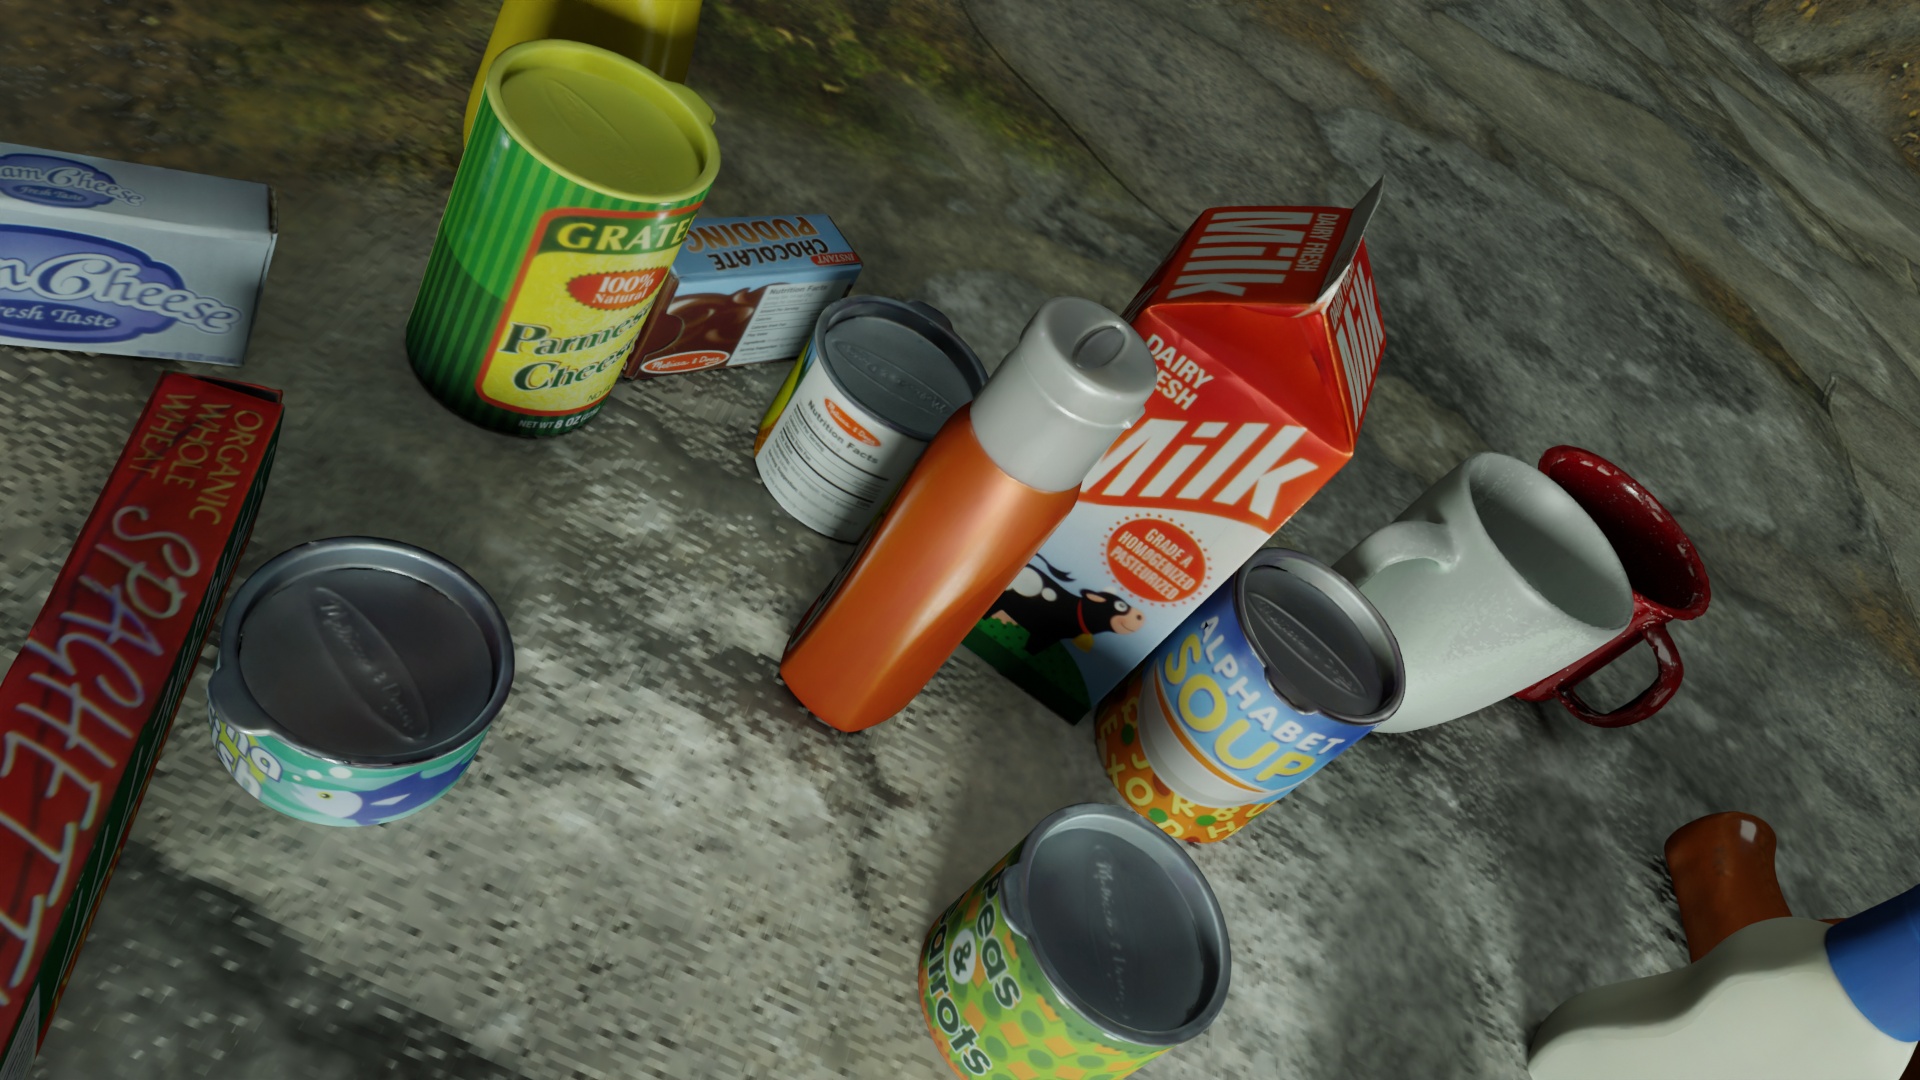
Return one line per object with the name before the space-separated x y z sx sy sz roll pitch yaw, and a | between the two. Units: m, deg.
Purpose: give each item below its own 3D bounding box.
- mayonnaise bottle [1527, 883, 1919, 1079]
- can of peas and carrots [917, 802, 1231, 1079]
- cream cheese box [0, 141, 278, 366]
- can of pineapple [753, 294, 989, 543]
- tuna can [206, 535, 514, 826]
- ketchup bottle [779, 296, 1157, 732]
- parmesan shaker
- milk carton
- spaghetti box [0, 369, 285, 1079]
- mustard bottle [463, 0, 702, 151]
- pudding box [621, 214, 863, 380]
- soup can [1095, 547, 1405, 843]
mayonnaise bottle | 0.253 0.153 0.435 0.065 0.147 0.041 46 41 9
can of peas and carrots | 0.028 0.114 0.376 0.071 0.058 0.071 20 44 -20
cream cheese box | -0.239 -0.075 0.362 0.104 0.053 0.024 2 52 -34
can of pineapple | -0.030 -0.042 0.479 0.071 0.057 0.071 20 44 -20
tuna can | -0.149 0.035 0.341 0.071 0.032 0.071 20 44 -20
ketchup bottle | 0.001 -0.005 0.398 0.043 0.148 0.065 41 41 3
parmesan shaker | -0.120 -0.089 0.422 0.071 0.102 0.072 20 44 -20
milk carton | 0.066 -0.031 0.437 0.073 0.189 0.073 36 41 -3
spaghetti box | -0.185 0.066 0.273 0.029 0.050 0.251 18 44 -22
mustard bottle | -0.116 -0.174 0.459 0.065 0.159 0.049 28 42 -12
pudding box | -0.080 -0.087 0.490 0.084 0.049 0.030 -16 64 -43
soup can | 0.092 0.054 0.459 0.071 0.083 0.072 20 44 -20
